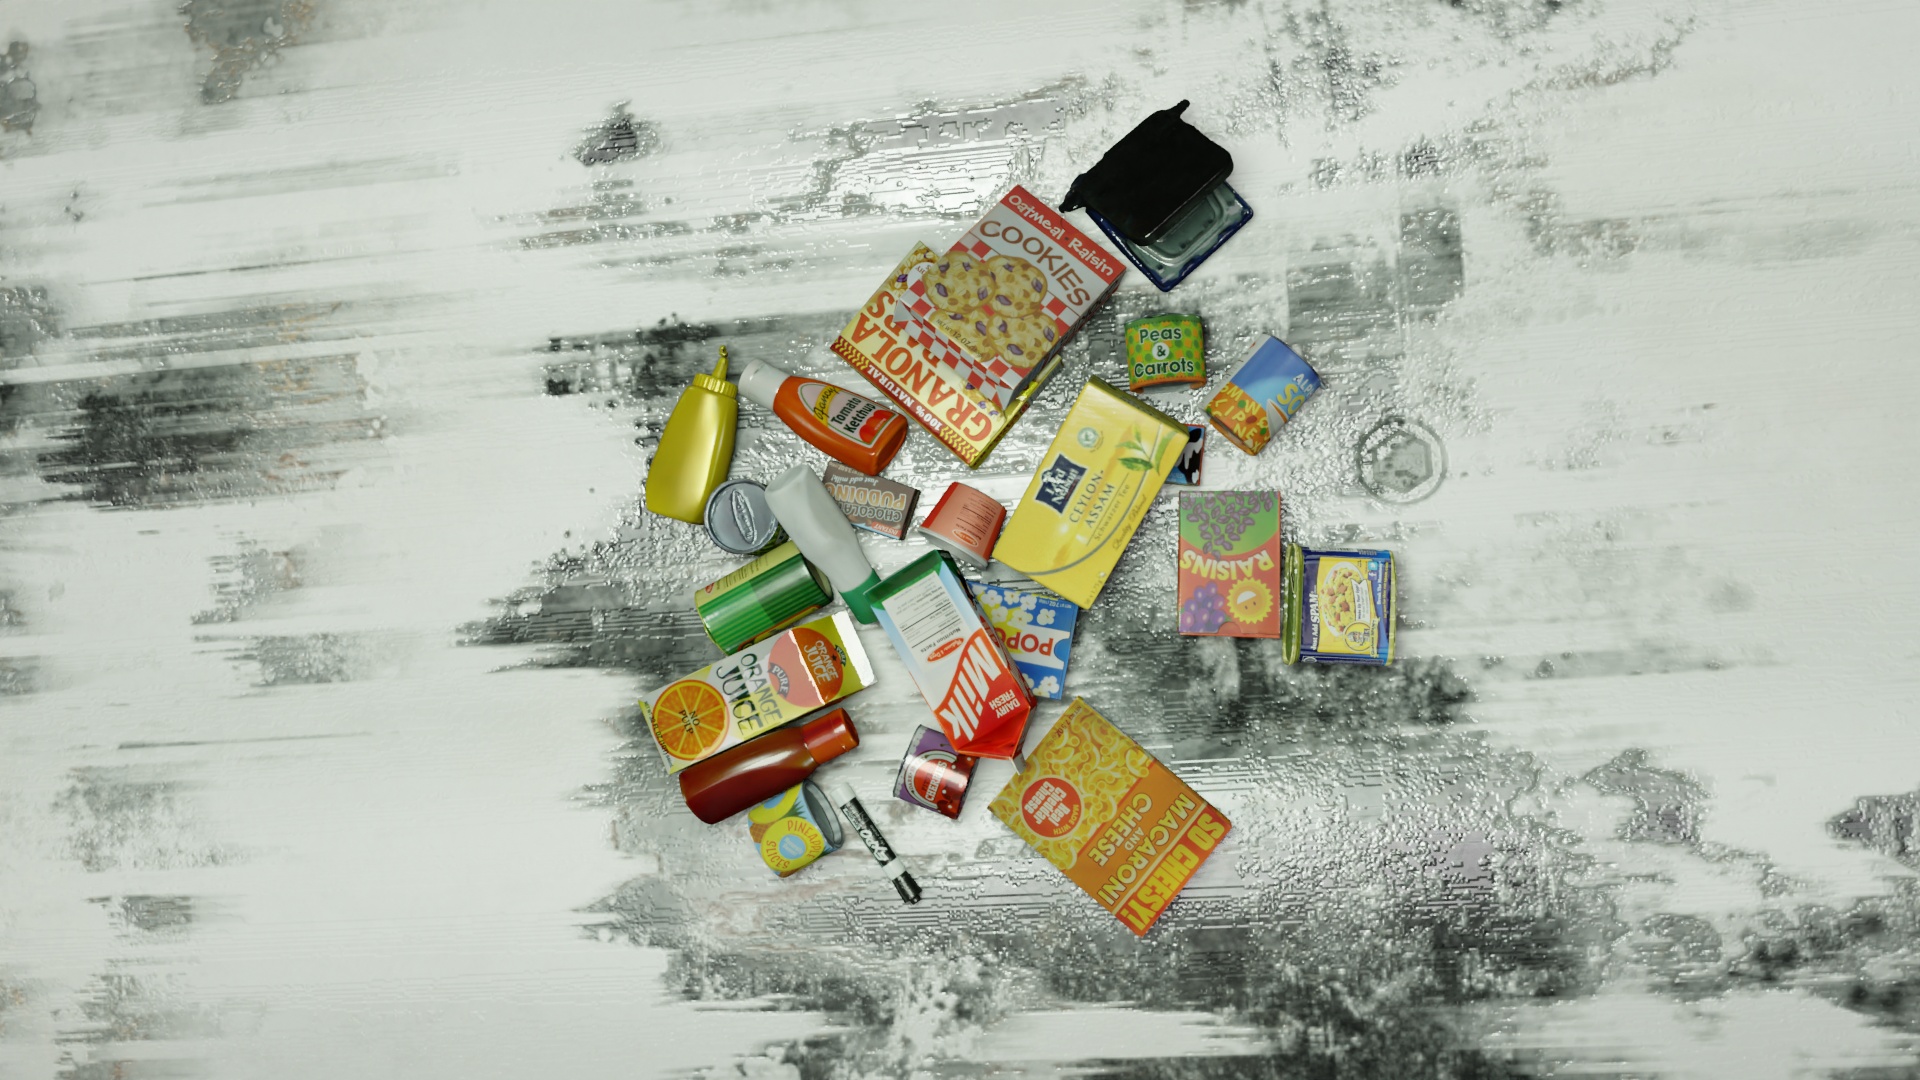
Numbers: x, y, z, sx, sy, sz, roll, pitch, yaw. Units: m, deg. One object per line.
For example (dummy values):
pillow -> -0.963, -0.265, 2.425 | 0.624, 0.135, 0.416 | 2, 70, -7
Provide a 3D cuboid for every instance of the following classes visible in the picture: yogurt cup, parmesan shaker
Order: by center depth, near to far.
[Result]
yogurt cup -> 0.004, -0.015, 1.193 | 0.072, 0.072, 0.054 | 28, 83, 7
parmesan shaker -> -0.170, 0.050, 1.206 | 0.103, 0.071, 0.071 | -28, 84, 5

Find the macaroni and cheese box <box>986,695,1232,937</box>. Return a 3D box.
macaroni and cheese box -> 0.126, 0.231, 1.177 | 0.166, 0.040, 0.123 | 39, 92, 8

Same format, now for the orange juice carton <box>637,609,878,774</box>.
orange juice carton -> -0.171, 0.130, 1.202 | 0.193, 0.073, 0.072 | -25, 83, 5

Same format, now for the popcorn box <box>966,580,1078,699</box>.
popcorn box -> 0.033, 0.083, 1.197 | 0.127, 0.038, 0.085 | 11, 87, 8

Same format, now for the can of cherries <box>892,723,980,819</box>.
can of cherries -> -0.019, 0.198, 1.180 | 0.058, 0.071, 0.071 | 20, 90, 7

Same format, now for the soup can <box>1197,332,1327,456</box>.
soup can -> 0.253, -0.120, 1.165 | 0.071, 0.071, 0.083 | 42, 93, 7

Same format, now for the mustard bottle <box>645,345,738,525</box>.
mustard bottle -> -0.229, -0.095, 1.232 | 0.065, 0.049, 0.160 | 18, 89, 11

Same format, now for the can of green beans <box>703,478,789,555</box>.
can of green beans -> -0.184, -0.020, 1.218 | 0.071, 0.058, 0.071 | 0, 87, 7

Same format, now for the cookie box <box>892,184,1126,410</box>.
cookie box -> 0.044, -0.209, 1.174 | 0.123, 0.040, 0.168 | 39, 65, 7

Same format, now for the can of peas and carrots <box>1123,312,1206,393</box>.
can of peas and carrots -> 0.173, -0.158, 1.175 | 0.071, 0.071, 0.058 | -5, 88, 7

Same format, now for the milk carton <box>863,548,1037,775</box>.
milk carton -> 0.003, 0.106, 1.143 | 0.073, 0.072, 0.190 | -31, 83, 5

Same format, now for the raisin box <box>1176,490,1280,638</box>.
raisin box -> 0.227, 0.020, 1.175 | 0.086, 0.040, 0.123 | 1, 88, 6

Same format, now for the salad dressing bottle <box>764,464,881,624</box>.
salad dressing bottle -> -0.109, 0.006, 1.187 | 0.044, 0.064, 0.147 | -25, 113, 18

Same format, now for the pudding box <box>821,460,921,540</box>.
pudding box -> -0.083, -0.035, 1.221 | 0.084, 0.030, 0.049 | 19, 91, 8

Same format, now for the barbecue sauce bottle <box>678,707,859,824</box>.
barbecue sauce bottle -> -0.159, 0.189, 1.176 | 0.148, 0.064, 0.044 | -26, 55, 3

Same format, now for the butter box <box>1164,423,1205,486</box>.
butter box -> 0.157, -0.078, 1.196 | 0.103, 0.024, 0.053 | 7, 89, 7

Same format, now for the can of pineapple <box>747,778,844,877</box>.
can of pineapple -> -0.142, 0.249, 1.194 | 0.058, 0.071, 0.071 | -31, 84, 6

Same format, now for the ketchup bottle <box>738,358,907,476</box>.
ketchup bottle -> -0.124, -0.112, 1.218 | 0.149, 0.043, 0.065 | 27, 52, 13

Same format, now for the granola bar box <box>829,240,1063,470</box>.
granola bar box -> -0.012, -0.161, 1.214 | 0.165, 0.039, 0.124 | 40, 93, 7
